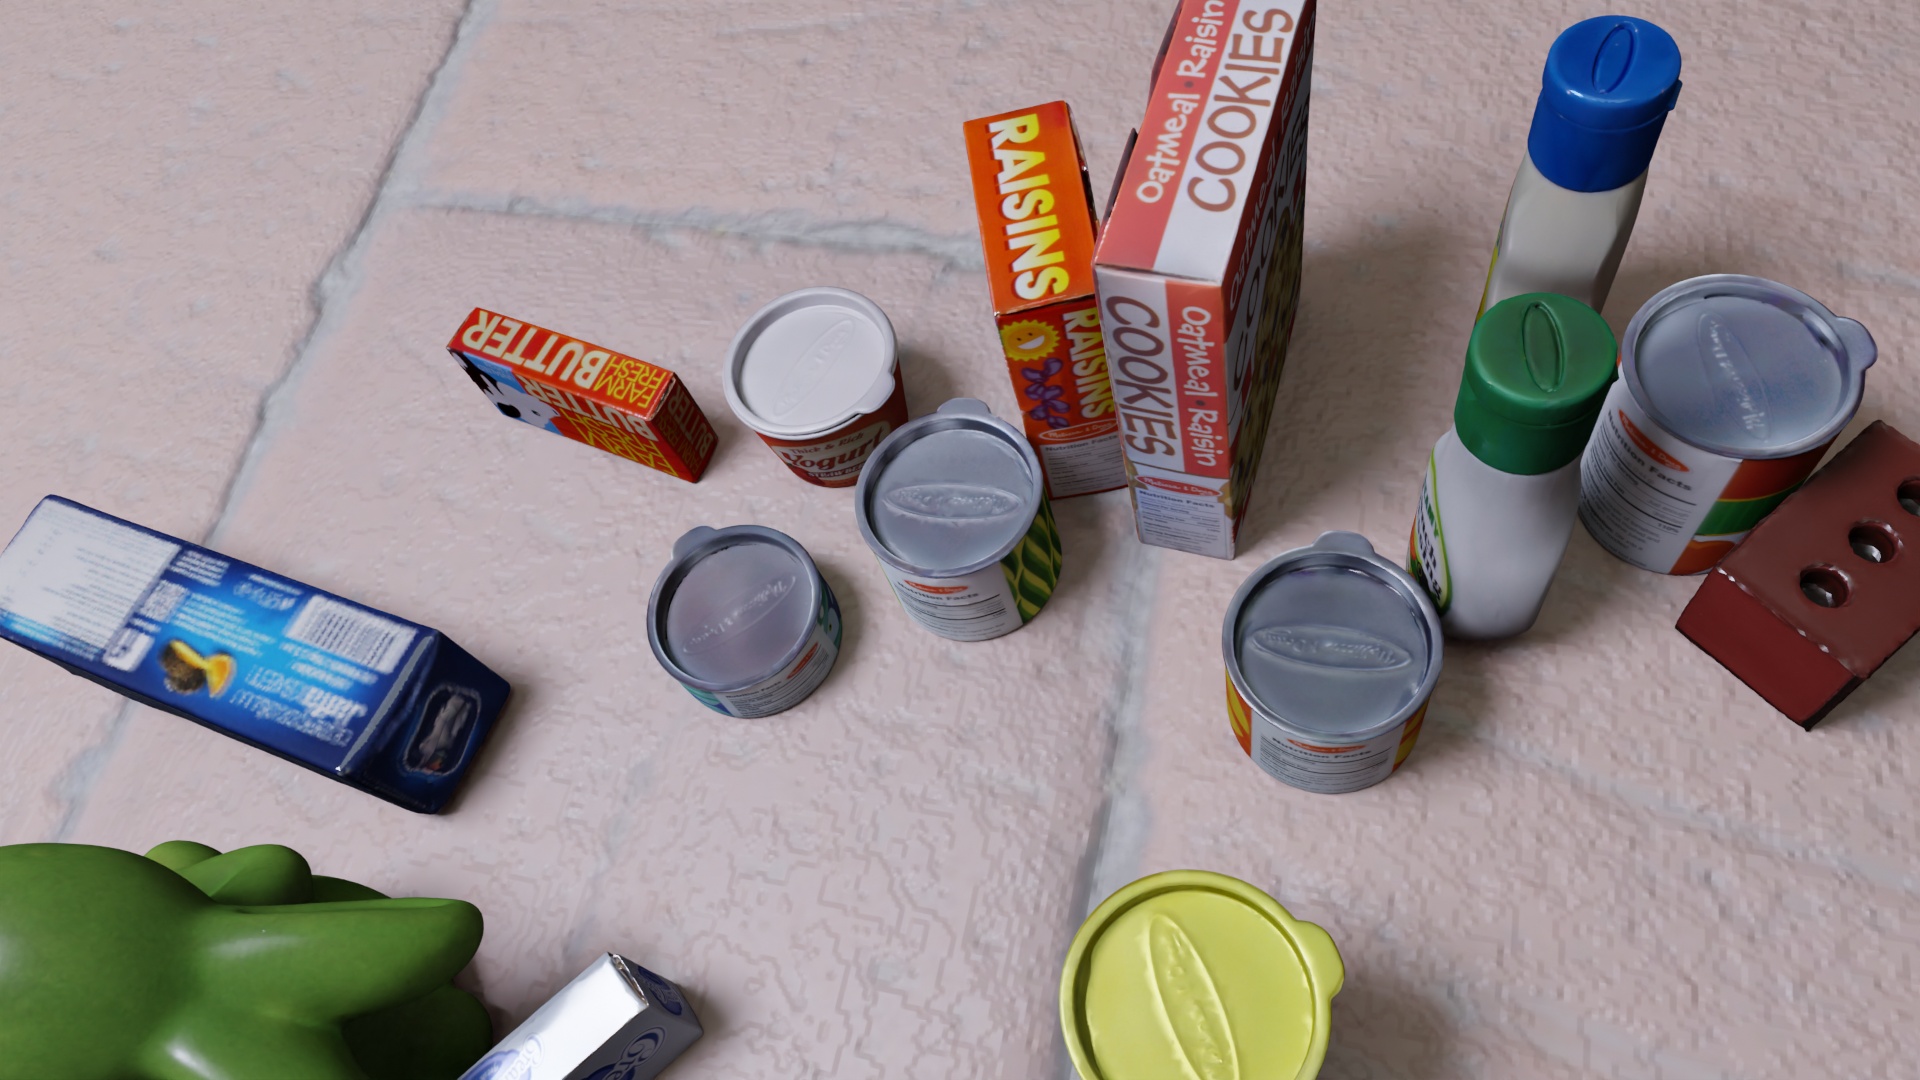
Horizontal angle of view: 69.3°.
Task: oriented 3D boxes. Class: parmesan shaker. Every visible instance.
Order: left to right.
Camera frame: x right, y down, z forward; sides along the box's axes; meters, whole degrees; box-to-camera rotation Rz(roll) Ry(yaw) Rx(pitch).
[{"bbox_3d":[0.069,0.136,0.386,0.071,0.102,0.071,-5,62,9],"label":"parmesan shaker"}]

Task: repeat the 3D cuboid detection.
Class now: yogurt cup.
[{"bbox_3d":[-0.052,-0.057,0.541,0.072,0.053,0.073,-5,62,9],"label":"yogurt cup"}]

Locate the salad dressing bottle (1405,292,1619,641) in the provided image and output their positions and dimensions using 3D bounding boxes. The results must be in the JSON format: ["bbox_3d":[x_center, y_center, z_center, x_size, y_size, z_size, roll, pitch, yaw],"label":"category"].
[{"bbox_3d":[0.164,-0.018,0.422,0.044,0.147,0.064,-1,63,12],"label":"salad dressing bottle"}]

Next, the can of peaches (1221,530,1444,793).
[{"bbox_3d":[0.120,0.041,0.451,0.071,0.058,0.071,-5,62,9],"label":"can of peaches"}]

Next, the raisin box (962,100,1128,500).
[{"bbox_3d":[0.034,-0.081,0.496,0.040,0.123,0.086,-11,61,7],"label":"raisin box"}]

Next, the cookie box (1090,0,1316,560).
[{"bbox_3d":[0.085,-0.087,0.463,0.040,0.166,0.123,11,66,17],"label":"cookie box"}]

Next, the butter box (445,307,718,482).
[{"bbox_3d":[-0.152,-0.059,0.564,0.103,0.053,0.024,19,69,20],"label":"butter box"}]

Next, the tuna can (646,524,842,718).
[{"bbox_3d":[-0.080,0.029,0.514,0.071,0.032,0.071,-5,62,9],"label":"tuna can"}]

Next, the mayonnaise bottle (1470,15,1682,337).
[{"bbox_3d":[0.200,-0.105,0.460,0.041,0.147,0.065,19,68,20],"label":"mayonnaise bottle"}]

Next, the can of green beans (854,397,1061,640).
[{"bbox_3d":[0.001,-0.004,0.500,0.071,0.057,0.071,-5,62,9],"label":"can of green beans"}]

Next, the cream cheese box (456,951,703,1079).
[{"bbox_3d":[-0.134,0.176,0.435,0.104,0.053,0.024,-40,62,-10],"label":"cream cheese box"}]

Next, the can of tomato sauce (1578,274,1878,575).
[{"bbox_3d":[0.243,-0.036,0.452,0.071,0.082,0.071,-5,62,9],"label":"can of tomato sauce"}]
